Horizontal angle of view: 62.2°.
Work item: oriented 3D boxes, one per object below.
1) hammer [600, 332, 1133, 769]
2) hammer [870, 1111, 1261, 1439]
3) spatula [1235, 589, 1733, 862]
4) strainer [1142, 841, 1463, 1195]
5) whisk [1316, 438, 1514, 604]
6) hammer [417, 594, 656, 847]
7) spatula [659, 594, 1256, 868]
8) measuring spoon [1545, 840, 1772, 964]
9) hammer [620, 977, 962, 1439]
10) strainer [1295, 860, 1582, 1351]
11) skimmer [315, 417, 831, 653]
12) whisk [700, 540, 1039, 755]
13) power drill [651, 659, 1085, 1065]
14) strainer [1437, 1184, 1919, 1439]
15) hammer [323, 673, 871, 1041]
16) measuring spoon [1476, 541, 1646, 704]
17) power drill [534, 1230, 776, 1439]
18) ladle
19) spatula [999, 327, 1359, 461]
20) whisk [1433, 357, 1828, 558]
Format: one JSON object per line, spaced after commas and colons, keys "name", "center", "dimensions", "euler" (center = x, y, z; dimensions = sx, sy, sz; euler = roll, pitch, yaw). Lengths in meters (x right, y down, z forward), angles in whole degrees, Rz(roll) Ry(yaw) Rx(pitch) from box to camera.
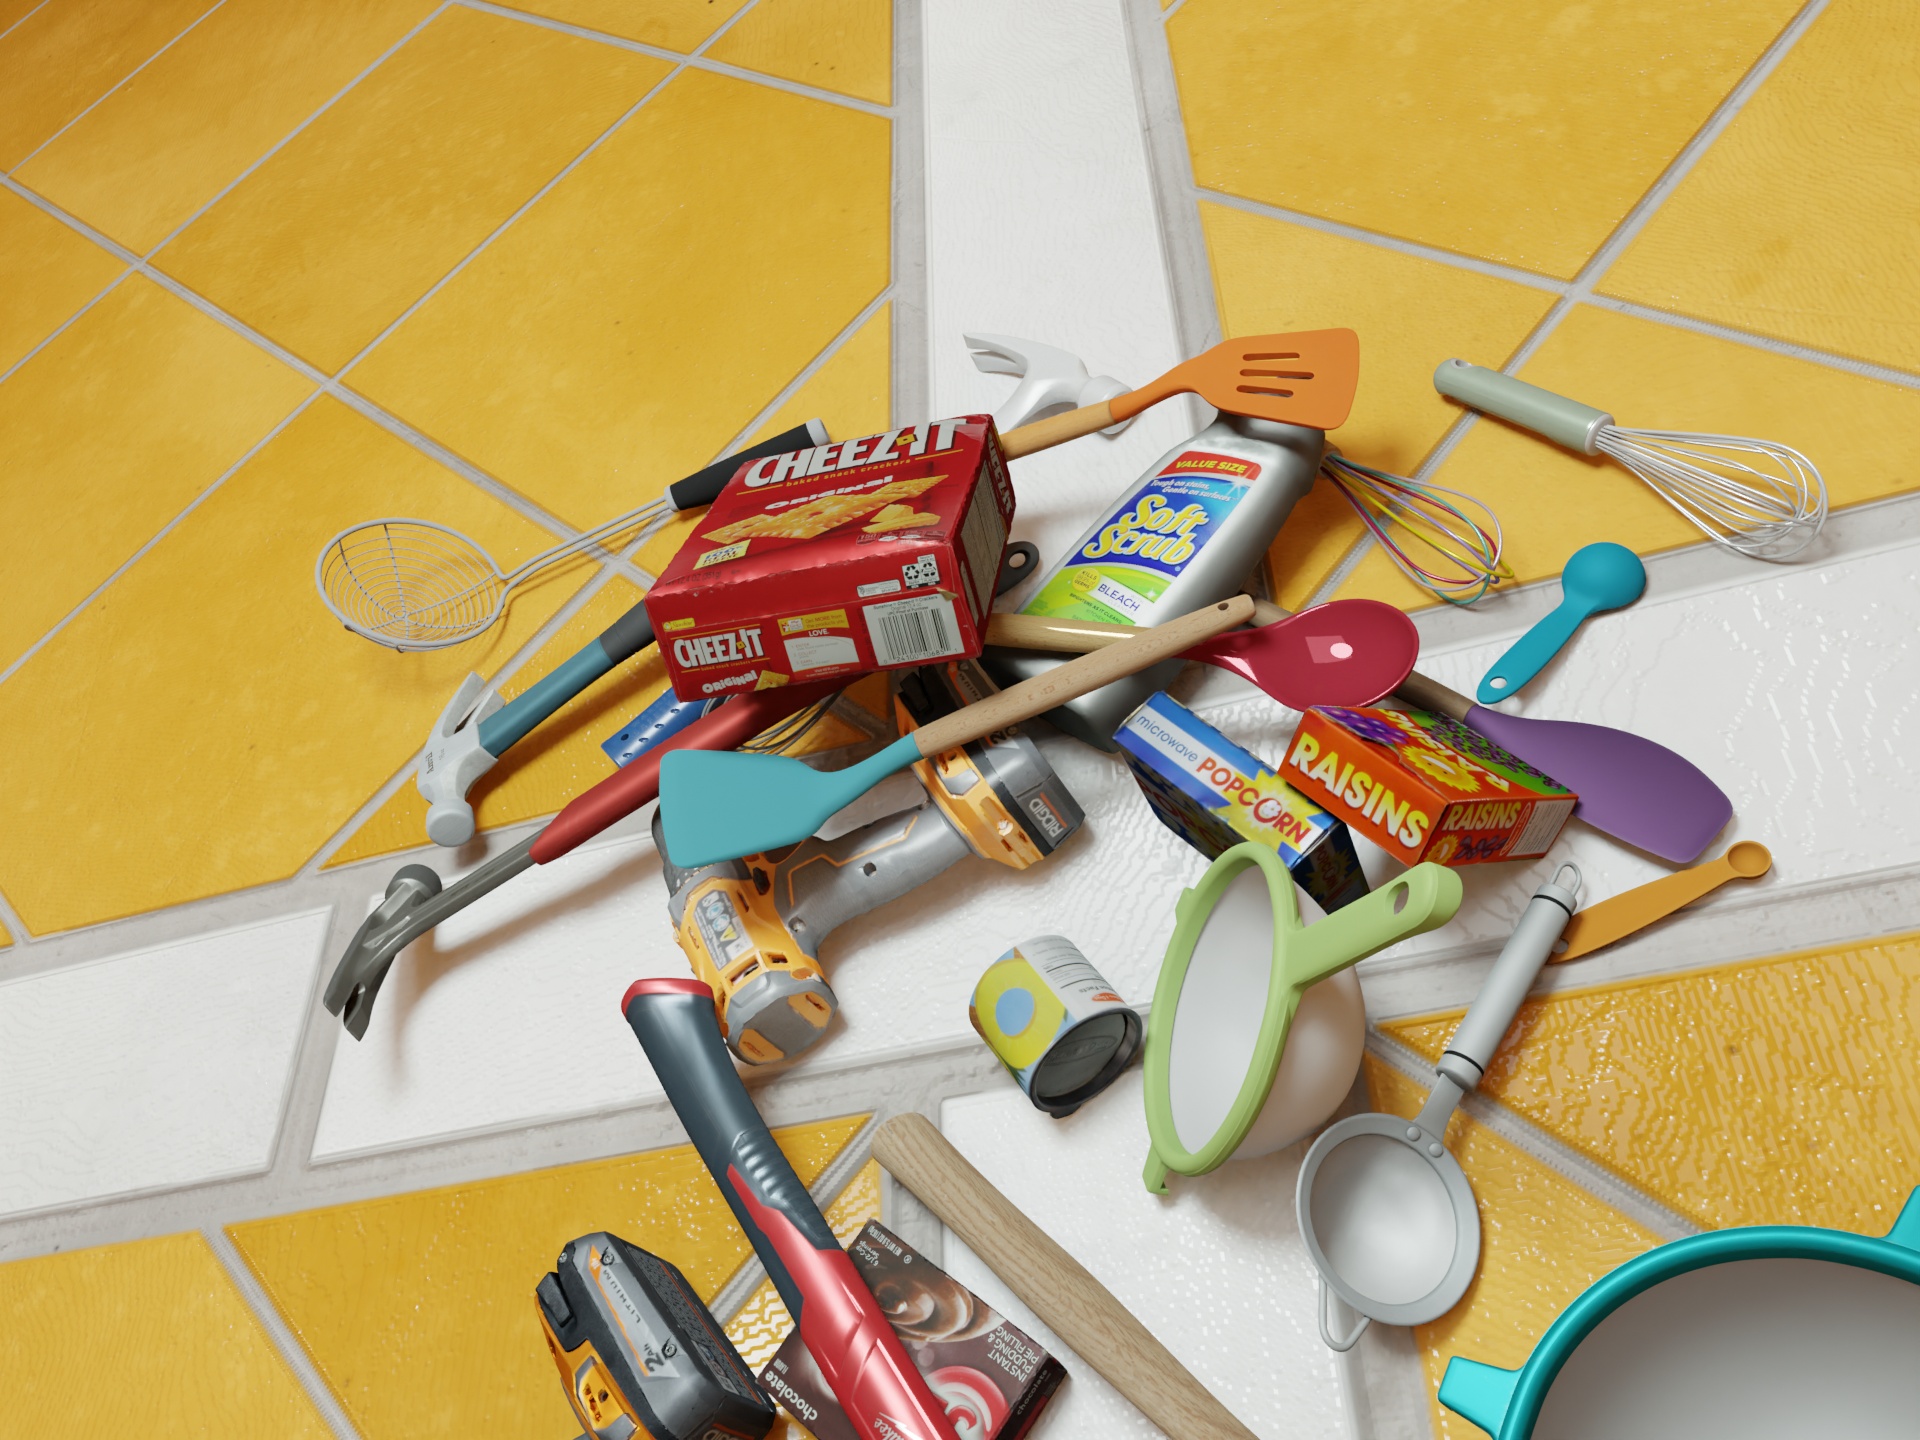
{"name": "hammer", "center": [-0.074, -0.110, 1.043], "dimensions": [0.405, 0.035, 0.144], "euler": [-43, 50, -10]}
{"name": "hammer", "center": [0.065, 0.265, 0.670], "dimensions": [0.332, 0.130, 0.031], "euler": [31, 111, 45]}
{"name": "spatula", "center": [0.248, -0.014, 0.836], "dimensions": [0.060, 0.018, 0.316], "euler": [-42, 49, -19]}
{"name": "strainer", "center": [0.155, 0.114, 0.671], "dimensions": [0.069, 0.256, 0.152], "euler": [17, 63, -11]}
{"name": "whisk", "center": [0.231, -0.139, 0.929], "dimensions": [0.047, 0.051, 0.245], "euler": [-21, 42, -19]}
{"name": "hammer", "center": [-0.218, -0.053, 1.036], "dimensions": [0.331, 0.033, 0.128], "euler": [-36, 38, 4]}
{"name": "spatula", "center": [-0.001, -0.003, 0.810], "dimensions": [0.317, 0.044, 0.082], "euler": [-23, 45, 7]}
{"name": "measuring spoon", "center": [0.319, 0.087, 0.737], "dimensions": [0.117, 0.011, 0.021], "euler": [-27, 45, 9]}
{"name": "hammer", "center": [-0.072, 0.265, 0.708], "dimensions": [0.143, 0.038, 0.387], "euler": [-40, 52, -3]}
{"name": "strainer", "center": [0.217, 0.163, 0.702], "dimensions": [0.087, 0.050, 0.258], "euler": [38, 68, 1]}
{"name": "skimmer", "center": [-0.270, -0.149, 1.122], "dimensions": [0.363, 0.090, 0.127], "euler": [-23, 54, 5]}
{"name": "whisk", "center": [-0.053, -0.045, 0.981], "dimensions": [0.239, 0.055, 0.055], "euler": [-31, 49, -6]}
{"name": "power drill", "center": [-0.066, 0.059, 0.889], "dimensions": [0.226, 0.084, 0.186], "euler": [-37, 47, 1]}
{"name": "strainer", "center": [0.310, 0.337, 0.499], "dimensions": [0.211, 0.095, 0.341], "euler": [-25, 51, 9]}
{"name": "hammer", "center": [-0.206, 0.052, 0.916], "dimensions": [0.359, 0.036, 0.149], "euler": [-31, 23, 10]}
{"name": "measuring spoon", "center": [0.309, -0.054, 0.825], "dimensions": [0.128, 0.021, 0.042], "euler": [-41, 49, -20]}
{"name": "power drill", "center": [-0.213, 0.351, 0.735], "dimensions": [0.226, 0.084, 0.164], "euler": [-46, 50, -8]}
{"name": "ladle", "center": [0.081, -0.042, 0.840], "dimensions": [0.315, 0.031, 0.069], "euler": [6, 60, 23]}
{"name": "spatula", "center": [0.076, -0.170, 0.944], "dimensions": [0.322, 0.041, 0.081], "euler": [-12, 47, 35]}
{"name": "whisk", "center": [0.359, -0.154, 0.877], "dimensions": [0.057, 0.059, 0.247], "euler": [-13, 35, -34]}
